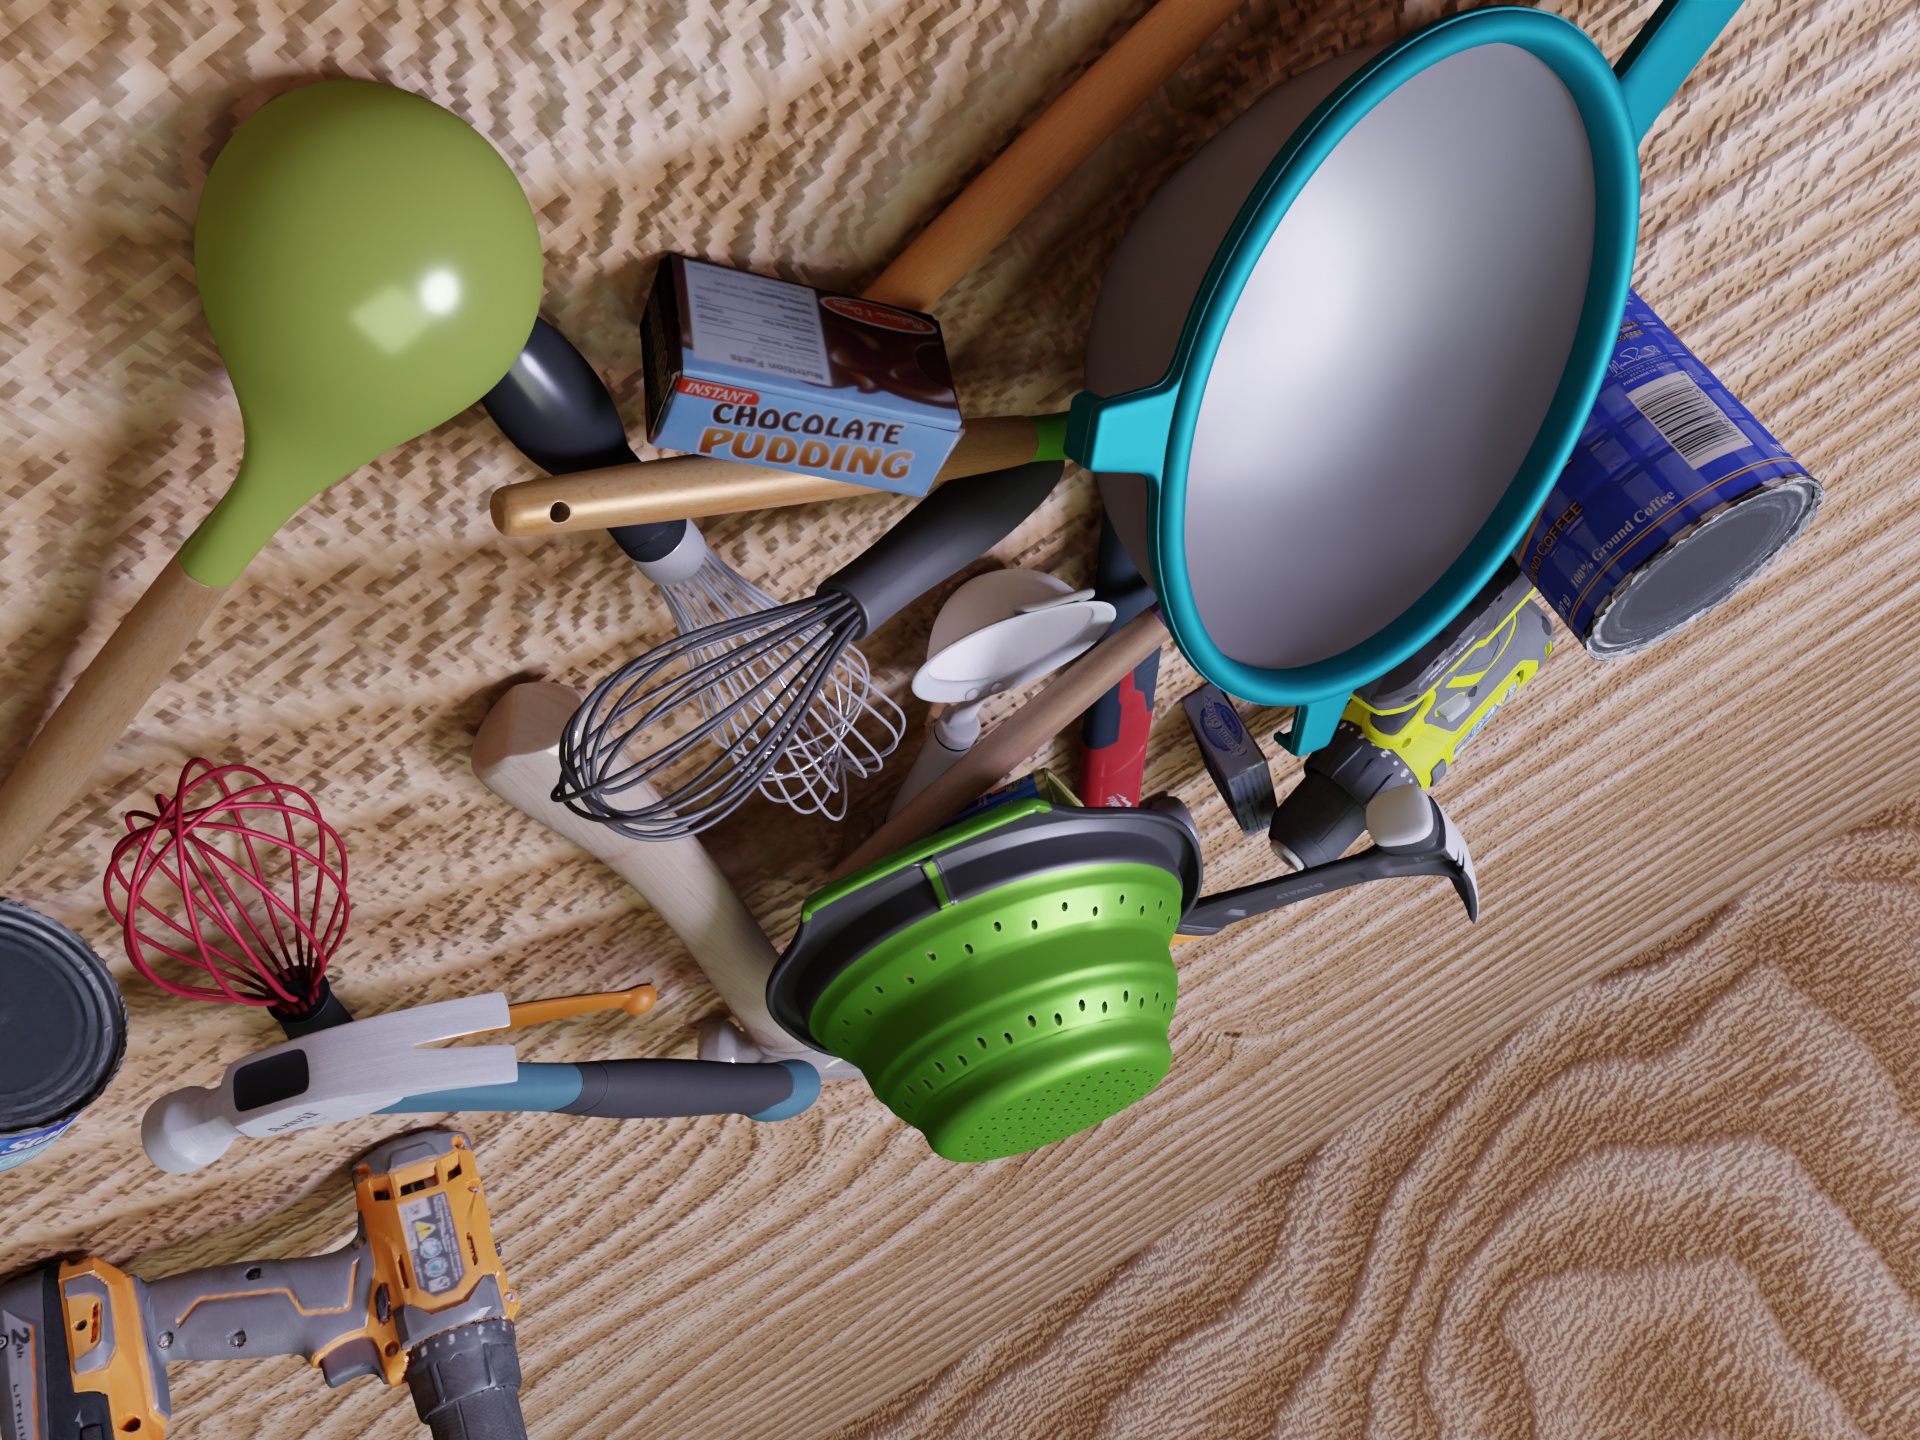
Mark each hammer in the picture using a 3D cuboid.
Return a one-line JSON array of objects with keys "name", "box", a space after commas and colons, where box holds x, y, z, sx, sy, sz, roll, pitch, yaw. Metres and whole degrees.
[{"name": "hammer", "box": [-0.101, 0.093, 0.718, 0.146, 0.038, 0.410, -7, 151, 7]}, {"name": "hammer", "box": [0.105, 0.114, 0.858, 0.337, 0.034, 0.127, -19, 148, 23]}, {"name": "hammer", "box": [0.062, 0.005, 0.766, 0.143, 0.038, 0.386, -23, 153, -10]}, {"name": "hammer", "box": [-0.167, 0.160, 0.693, 0.128, 0.033, 0.330, -24, 158, 22]}]

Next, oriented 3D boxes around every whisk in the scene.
[{"name": "whisk", "box": [-0.036, -0.037, 0.507, 0.239, 0.055, 0.055, -42, 165, -38]}, {"name": "whisk", "box": [-0.250, 0.095, 0.592, 0.073, 0.073, 0.295, -19, 157, -20]}, {"name": "whisk", "box": [-0.083, -0.041, 0.525, 0.070, 0.070, 0.284, -30, 150, 1]}]

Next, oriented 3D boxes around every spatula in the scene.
[{"name": "spatula", "box": [0.059, -0.181, 0.429, 0.322, 0.041, 0.081, -39, 137, 22]}, {"name": "spatula", "box": [0.061, -0.025, 0.640, 0.316, 0.018, 0.059, -40, 149, 18]}]

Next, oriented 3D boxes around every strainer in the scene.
[{"name": "strainer", "box": [0.149, -0.167, 0.503, 0.340, 0.095, 0.210, -52, 140, -4]}, {"name": "strainer", "box": [-0.001, -0.002, 0.689, 0.087, 0.050, 0.258, -13, 155, -25]}]

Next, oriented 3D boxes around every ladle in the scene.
[{"name": "ladle", "box": [-0.214, -0.037, 0.425, 0.320, 0.062, 0.078, -38, 153, 31]}]

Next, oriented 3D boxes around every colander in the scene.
[{"name": "colander", "box": [0.046, 0.161, 0.764, 0.204, 0.095, 0.396, -25, 152, 4]}]

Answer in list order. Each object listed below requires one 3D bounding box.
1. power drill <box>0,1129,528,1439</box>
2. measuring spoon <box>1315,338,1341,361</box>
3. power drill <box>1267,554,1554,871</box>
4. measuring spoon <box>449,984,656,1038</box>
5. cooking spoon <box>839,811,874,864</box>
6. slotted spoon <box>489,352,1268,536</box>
[{"name": "power drill", "box": [-0.328, 0.319, 0.771, 0.226, 0.186, 0.084, -14, 151, -23]}, {"name": "measuring spoon", "box": [0.129, -0.122, 0.639, 0.042, 0.021, 0.128, -35, 165, -16]}, {"name": "power drill", "box": [0.221, -0.024, 0.793, 0.190, 0.080, 0.228, -45, 155, -7]}, {"name": "measuring spoon", "box": [-0.200, 0.146, 0.782, 0.116, 0.011, 0.021, -2, 143, -43]}, {"name": "cooking spoon", "box": [-0.063, 0.131, 0.885, 0.068, 0.017, 0.318, -22, 153, -18]}, {"name": "slotted spoon", "box": [0.001, -0.085, 0.507, 0.313, 0.031, 0.070, -15, 118, -37]}]
